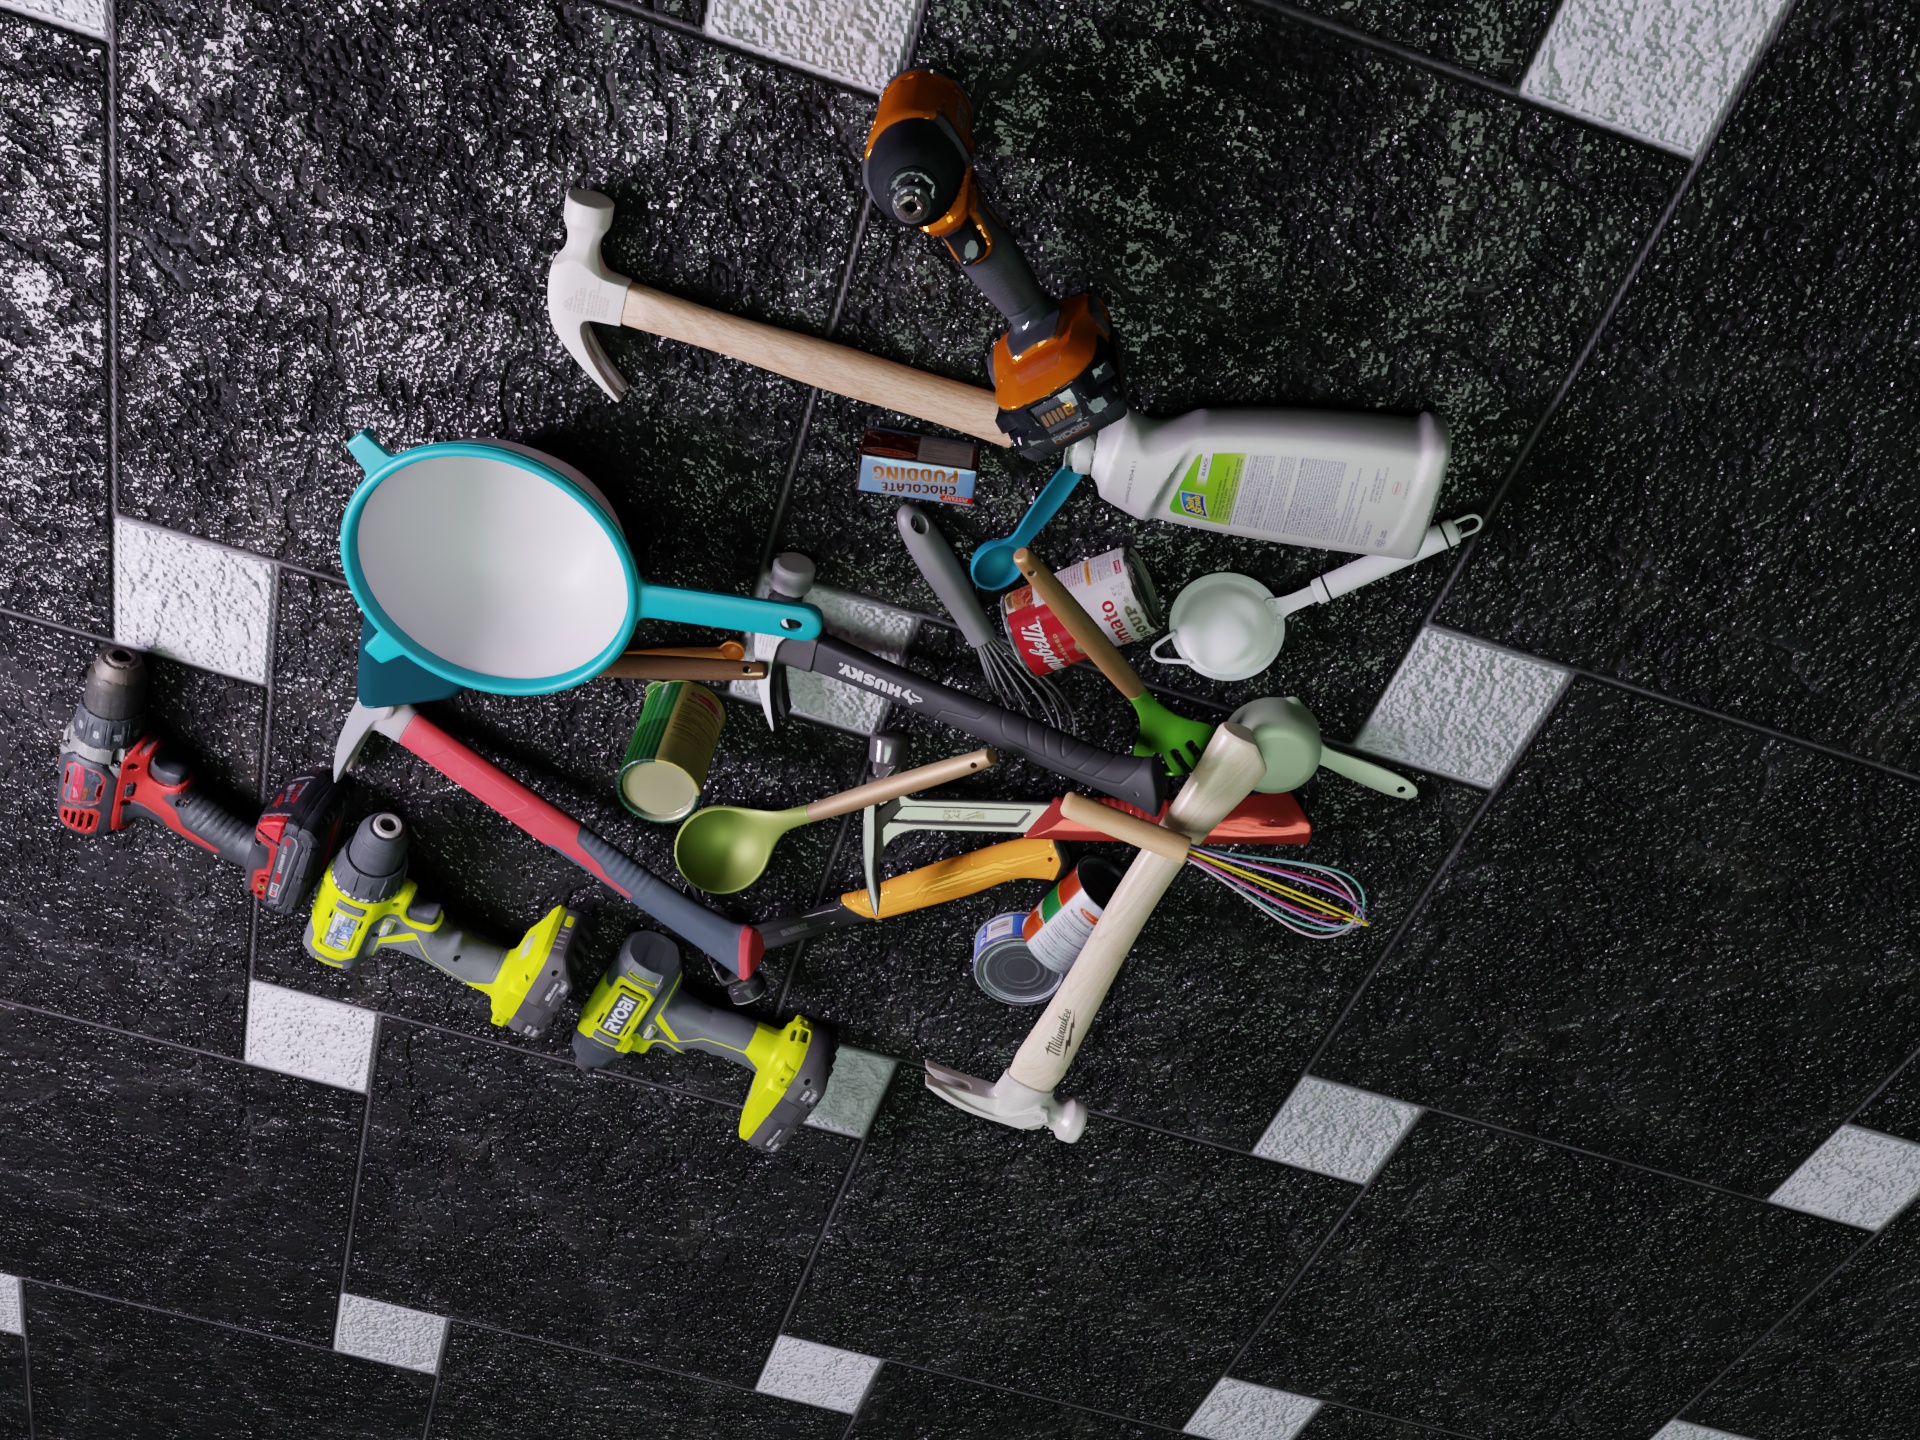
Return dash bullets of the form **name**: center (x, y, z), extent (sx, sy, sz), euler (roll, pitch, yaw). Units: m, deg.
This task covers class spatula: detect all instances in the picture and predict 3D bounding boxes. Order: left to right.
- **spatula**: center (-0.305, -0.043, 1.224), extent (0.317, 0.044, 0.082), euler (2, 84, 9)

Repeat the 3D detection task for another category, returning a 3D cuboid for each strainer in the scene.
- **strainer**: center (-0.265, -0.117, 1.156), extent (0.340, 0.095, 0.210), euler (9, 129, -4)
- **strainer**: center (0.256, -0.093, 1.163), extent (0.258, 0.050, 0.086), euler (-24, 106, 17)

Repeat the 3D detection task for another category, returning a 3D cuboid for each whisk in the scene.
- **whisk**: center (0.019, -0.065, 1.200), extent (0.055, 0.055, 0.238), euler (-24, 116, 20)
- **whisk**: center (0.192, 0.105, 1.196), extent (0.245, 0.047, 0.051), euler (22, 112, 6)

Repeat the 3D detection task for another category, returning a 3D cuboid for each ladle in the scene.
- **ladle**: center (-0.103, 0.074, 1.256), extent (0.320, 0.062, 0.078), euler (-19, 114, 36)

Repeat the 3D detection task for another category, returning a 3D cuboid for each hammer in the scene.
- **hammer**: center (-0.334, 0.102, 1.311), extent (0.386, 0.038, 0.143), euler (36, 123, -6)
- **hammer**: center (-0.117, -0.248, 1.086), extent (0.331, 0.031, 0.130), euler (16, 125, -7)
- **hammer**: center (-0.069, 0.147, 1.359), extent (0.337, 0.034, 0.127), euler (-18, 112, 14)
- **hammer**: center (-0.002, -0.004, 1.201), extent (0.335, 0.035, 0.146), euler (23, 128, 7)
- **hammer**: center (0.101, 0.089, 1.285), extent (0.359, 0.037, 0.149), euler (2, 101, 0)
- **hammer**: center (0.116, 0.171, 1.280), extent (0.146, 0.038, 0.410), euler (22, 115, -13)

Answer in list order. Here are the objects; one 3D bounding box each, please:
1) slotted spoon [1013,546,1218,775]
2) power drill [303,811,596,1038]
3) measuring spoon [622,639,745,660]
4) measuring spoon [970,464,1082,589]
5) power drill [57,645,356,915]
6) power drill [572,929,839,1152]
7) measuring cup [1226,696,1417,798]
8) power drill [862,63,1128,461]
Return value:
- **slotted spoon**: center (0.114, -0.034, 1.155), extent (0.070, 0.031, 0.313), euler (-22, 141, 20)
- **power drill**: center (-0.442, 0.175, 1.379), extent (0.228, 0.080, 0.190), euler (26, 132, -14)
- **measuring spoon**: center (-0.224, -0.052, 1.252), extent (0.117, 0.011, 0.021), euler (-5, 127, 13)
- **measuring spoon**: center (0.050, -0.150, 1.154), extent (0.042, 0.021, 0.128), euler (19, 120, -39)
- **power drill**: center (-0.630, 0.048, 1.320), extent (0.226, 0.080, 0.187), euler (24, 124, -9)
- **power drill**: center (-0.241, 0.303, 1.470), extent (0.223, 0.080, 0.171), euler (28, 122, -10)
- **measuring cup**: center (0.287, 0.038, 1.252), extent (0.167, 0.038, 0.083), euler (21, 125, -7)
- **power drill**: center (0.018, -0.275, 0.975), extent (0.084, 0.164, 0.226), euler (-25, 122, 20)
